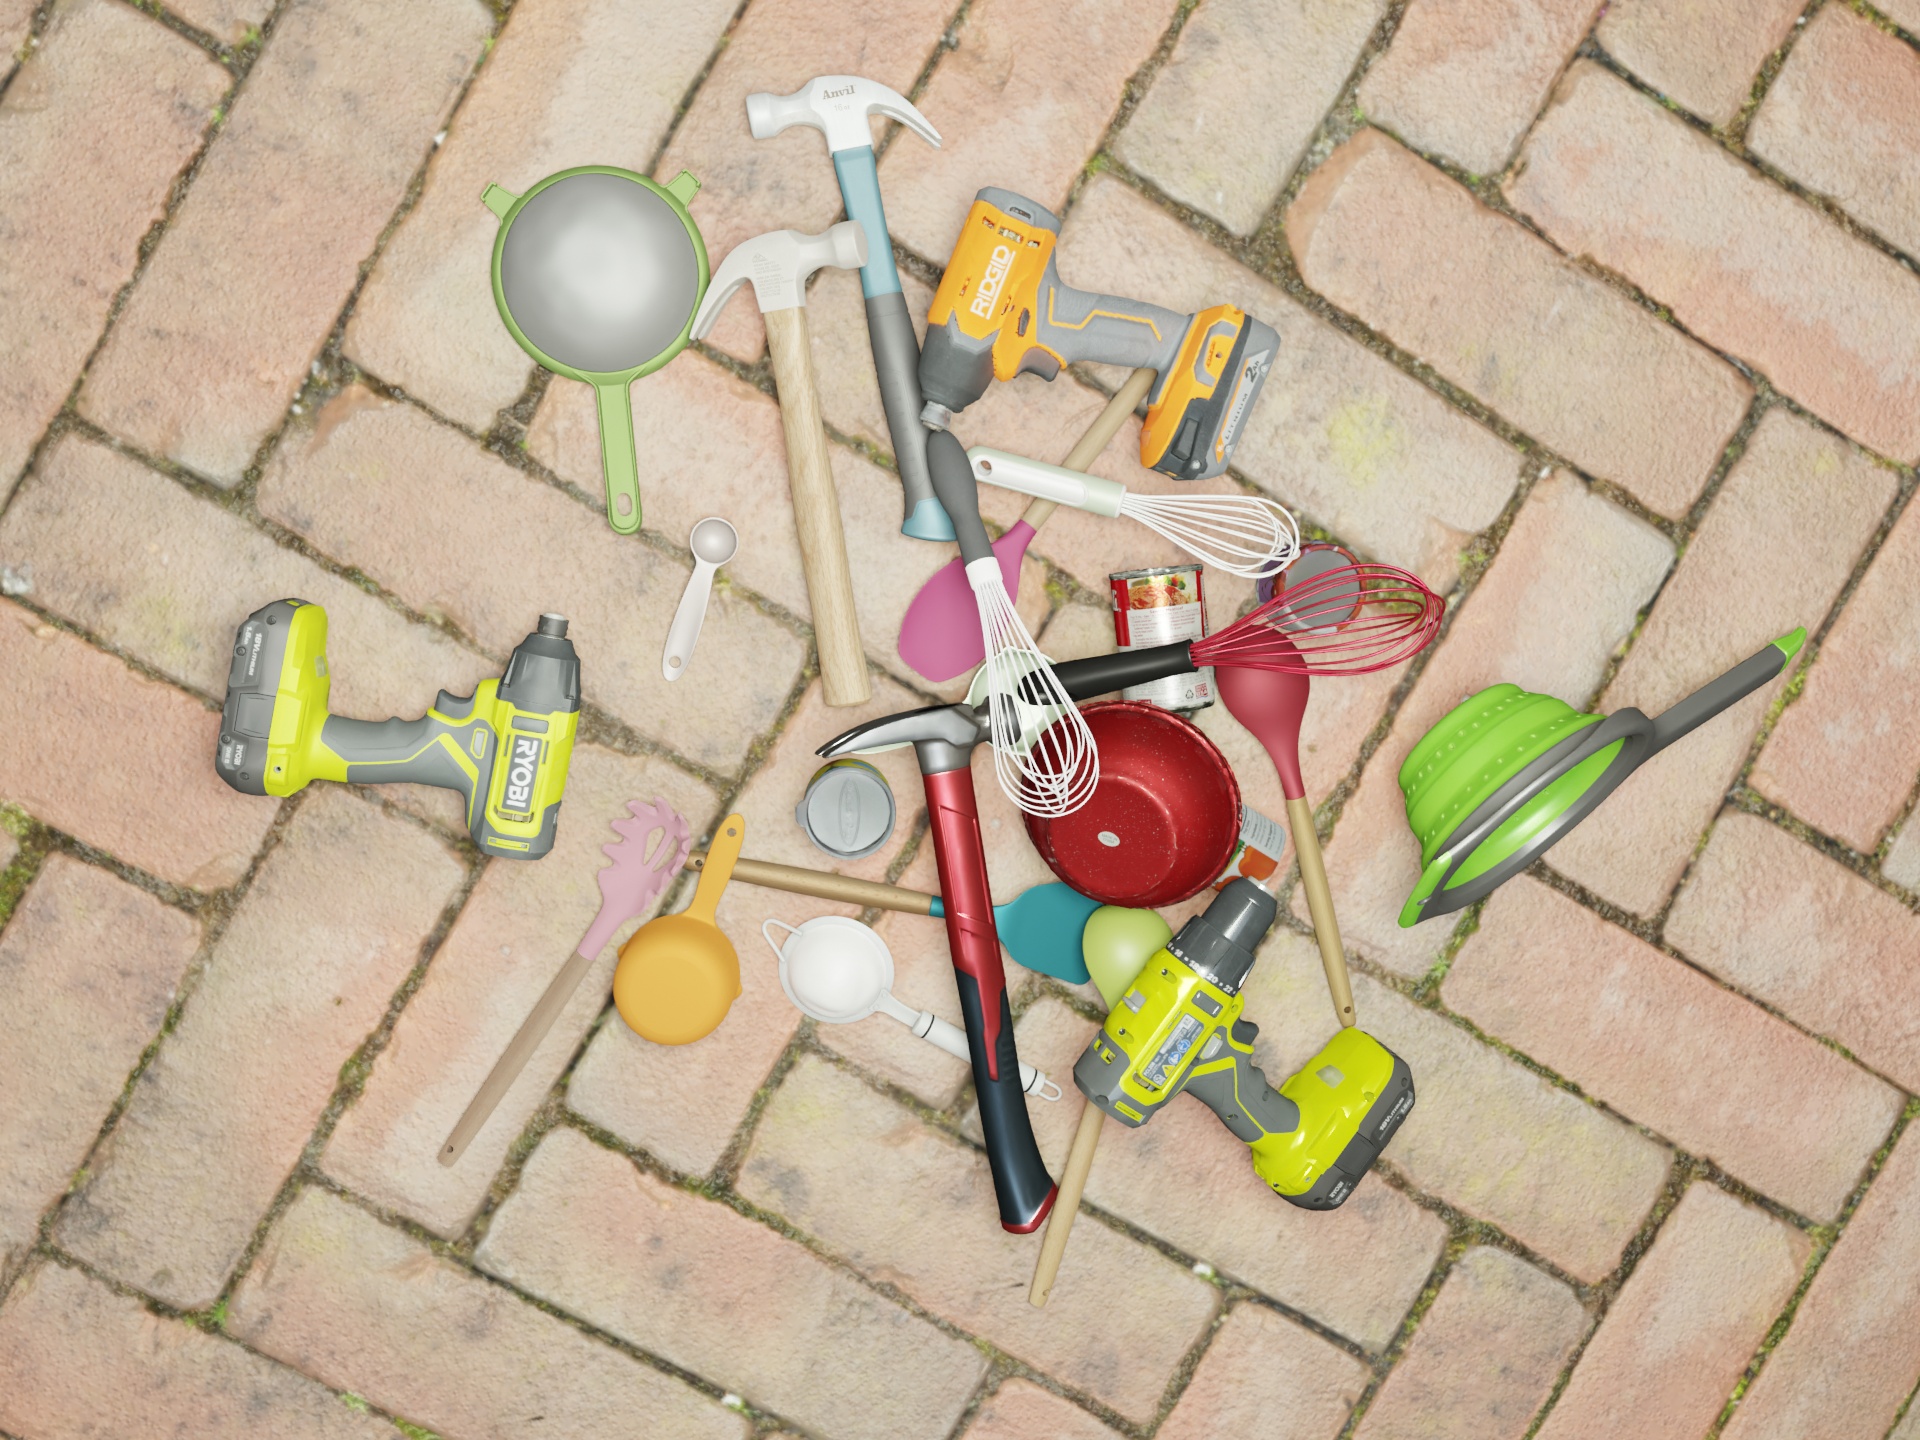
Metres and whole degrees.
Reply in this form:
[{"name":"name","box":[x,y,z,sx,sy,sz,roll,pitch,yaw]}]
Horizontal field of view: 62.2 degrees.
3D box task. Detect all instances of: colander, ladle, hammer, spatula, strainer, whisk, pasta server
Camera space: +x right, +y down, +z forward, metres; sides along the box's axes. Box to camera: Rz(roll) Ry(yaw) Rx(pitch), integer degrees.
[{"name":"colander","box":[0.453,0.004,1.164,0.397,0.204,0.095,-28,63,-18]},{"name":"ladle","box":[0.093,0.289,1.190,0.078,0.062,0.320,8,103,-33]},{"name":"hammer","box":[-0.053,-0.286,1.123,0.128,0.033,0.331,-13,97,-3]},{"name":"spatula","box":[-0.048,0.131,1.169,0.317,0.044,0.082,11,95,-1]},{"name":"strainer","box":[-0.034,0.219,1.170,0.258,0.050,0.087,30,108,-10]},{"name":"ladle","box":[0.255,0.082,1.189,0.069,0.031,0.315,-16,98,-4]},{"name":"hammer","box":[-0.107,-0.172,1.117,0.130,0.031,0.331,-6,101,14]},{"name":"whisk","box":[0.176,-0.049,1.073,0.296,0.073,0.073,-12,97,22]},{"name":"whisk","box":[0.025,-0.070,1.077,0.070,0.070,0.285,-17,77,-3]},{"name":"whisk","box":[0.120,-0.152,1.120,0.246,0.059,0.057,16,117,4]},{"name":"strainer","box":[-0.245,-0.257,1.090,0.151,0.069,0.256,-5,94,-5]},{"name":"pasta server","box":[-0.289,0.191,1.144,0.060,0.040,0.316,35,93,15]},{"name":"hammer","box":[-0.001,0.182,1.121,0.143,0.038,0.386,-12,99,-17]}]

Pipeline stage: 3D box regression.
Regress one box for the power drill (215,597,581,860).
[{"name":"power drill","box":[-0.380,-0.007,1.101,0.223,0.080,0.171,11,95,-10]}]

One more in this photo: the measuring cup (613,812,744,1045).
[{"name":"measuring cup","box":[-0.189,0.150,1.130,0.095,0.052,0.173,20,102,-5]}]

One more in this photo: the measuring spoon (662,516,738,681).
[{"name":"measuring spoon","box":[-0.190,-0.087,1.141,0.034,0.018,0.124,19,100,-7]}]

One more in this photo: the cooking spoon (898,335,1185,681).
[{"name":"cooking spoon","box":[0.066,-0.161,1.152,0.068,0.017,0.319,38,92,-12]}]

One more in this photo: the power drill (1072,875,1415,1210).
[{"name":"power drill","box":[0.215,0.235,1.143,0.228,0.080,0.190,36,91,-23]}]

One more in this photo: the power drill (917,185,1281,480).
[{"name":"power drill","box":[0.085,-0.244,1.093,0.226,0.084,0.164,23,95,-9]}]

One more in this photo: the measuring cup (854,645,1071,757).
[{"name":"measuring cup","box":[-0.002,-0.004,1.153,0.167,0.038,0.083,-14,97,-2]}]
